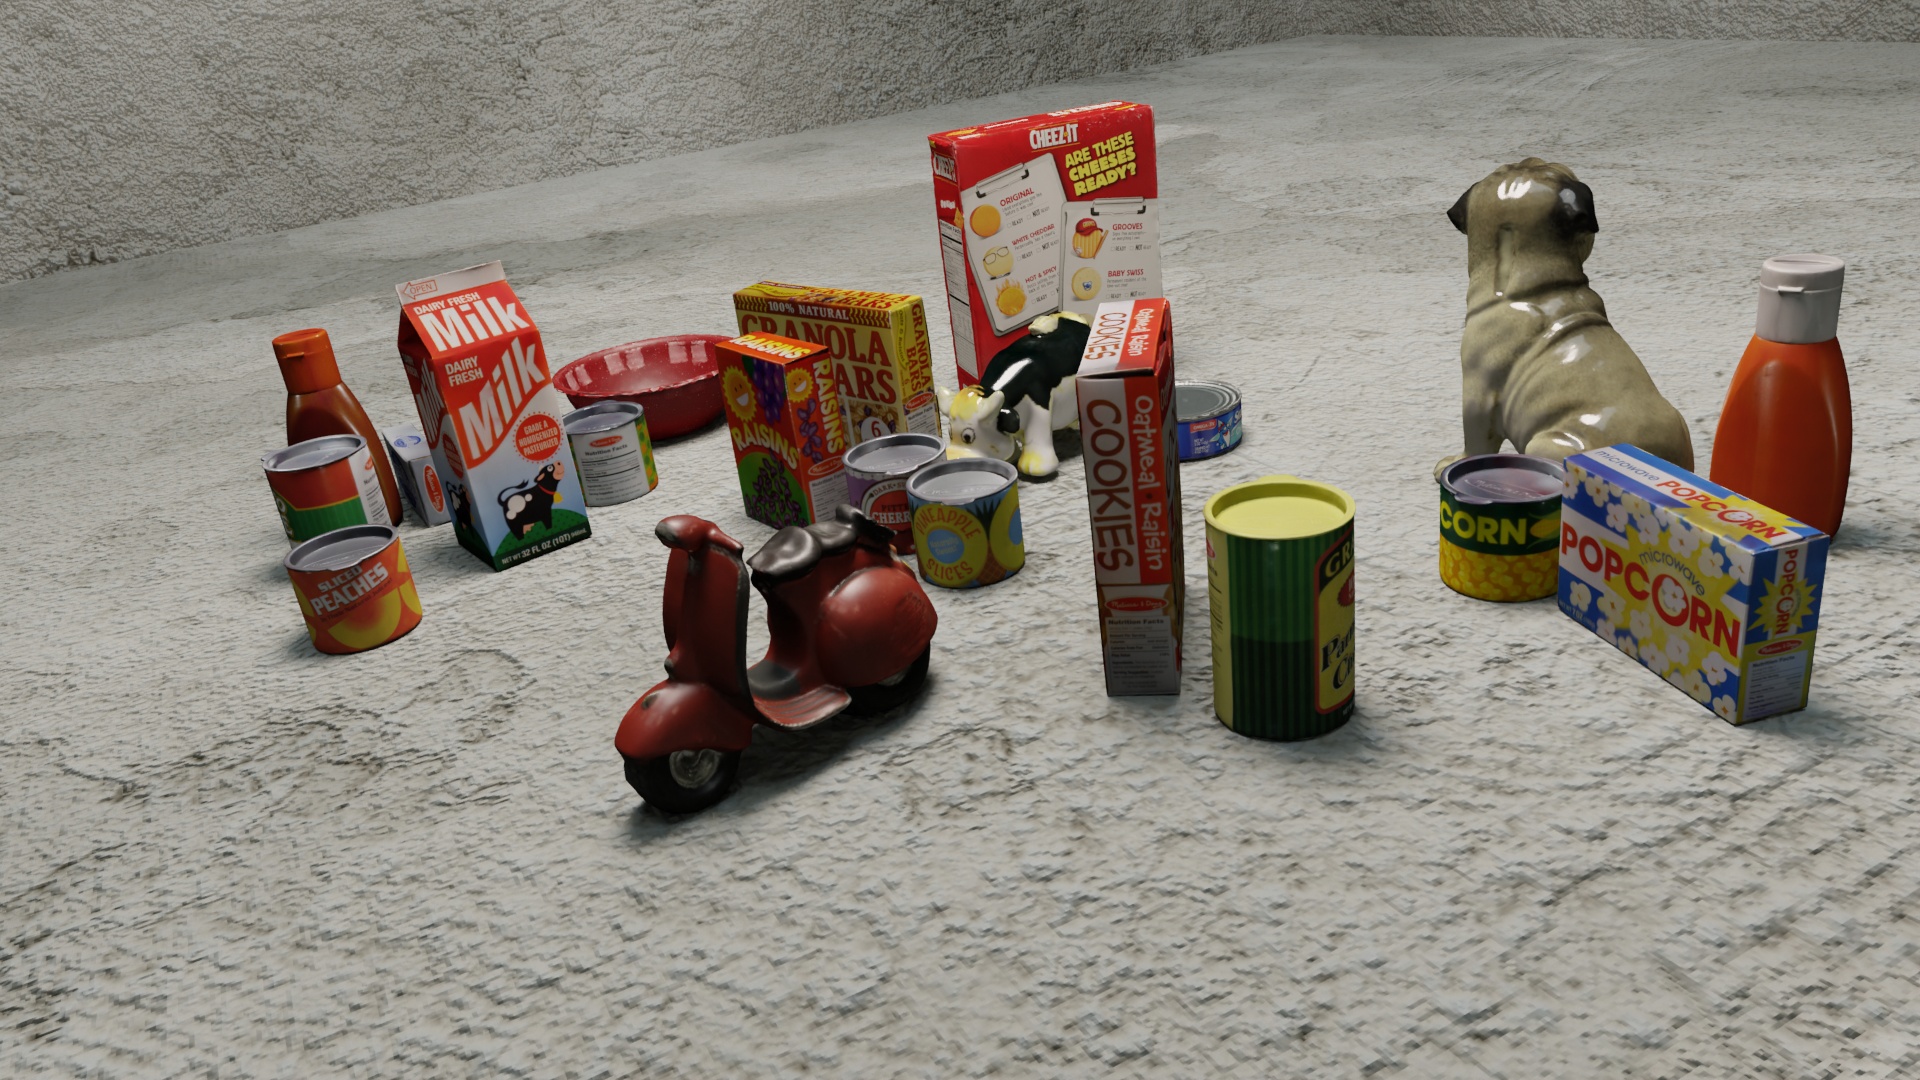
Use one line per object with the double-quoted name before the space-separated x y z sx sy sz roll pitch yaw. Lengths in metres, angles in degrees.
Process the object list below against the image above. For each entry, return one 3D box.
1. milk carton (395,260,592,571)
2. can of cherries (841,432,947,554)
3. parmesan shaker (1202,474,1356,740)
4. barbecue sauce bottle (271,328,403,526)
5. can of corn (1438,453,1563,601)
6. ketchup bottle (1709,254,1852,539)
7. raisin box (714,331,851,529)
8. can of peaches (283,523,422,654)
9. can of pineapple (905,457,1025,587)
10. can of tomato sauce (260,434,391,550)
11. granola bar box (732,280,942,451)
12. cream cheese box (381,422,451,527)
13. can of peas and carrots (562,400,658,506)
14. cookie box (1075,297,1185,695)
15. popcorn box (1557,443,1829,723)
"milk carton" -0.313 -0.085 0.920 0.072 0.189 0.073 -24 28 -33
"can of cherries" -0.038 -0.029 0.878 0.071 0.058 0.072 -6 24 3
"parmesan shaker" 0.148 0.030 0.638 0.071 0.102 0.071 -6 24 3
"barbecue sauce bottle" -0.449 -0.075 0.990 0.065 0.148 0.044 -9 24 -4
"can of corn" 0.286 -0.006 0.733 0.071 0.058 0.071 -6 24 3
"ketchup bottle" 0.433 -0.073 0.728 0.065 0.148 0.044 15 32 42
"raisin box" -0.114 -0.069 0.910 0.040 0.123 0.086 -24 29 -33
"can of peaches" -0.368 0.030 0.844 0.071 0.057 0.071 -6 24 3
"can of pineapple" 0.003 -0.010 0.825 0.071 0.057 0.071 -6 24 3
"can of tomato sauce" -0.430 -0.022 0.946 0.071 0.082 0.071 -6 24 3
"granola bar box" -0.090 -0.121 1.018 0.165 0.123 0.039 14 32 39
"cream cheese box" -0.405 -0.050 1.038 0.024 0.053 0.104 -20 27 -26
"can of peas and carrots" -0.260 -0.065 1.022 0.071 0.058 0.071 -6 24 3
"cookie box" 0.090 -0.025 0.699 0.040 0.166 0.123 -2 24 12
"popcorn box" 0.330 0.016 0.639 0.038 0.085 0.127 -12 24 -10
